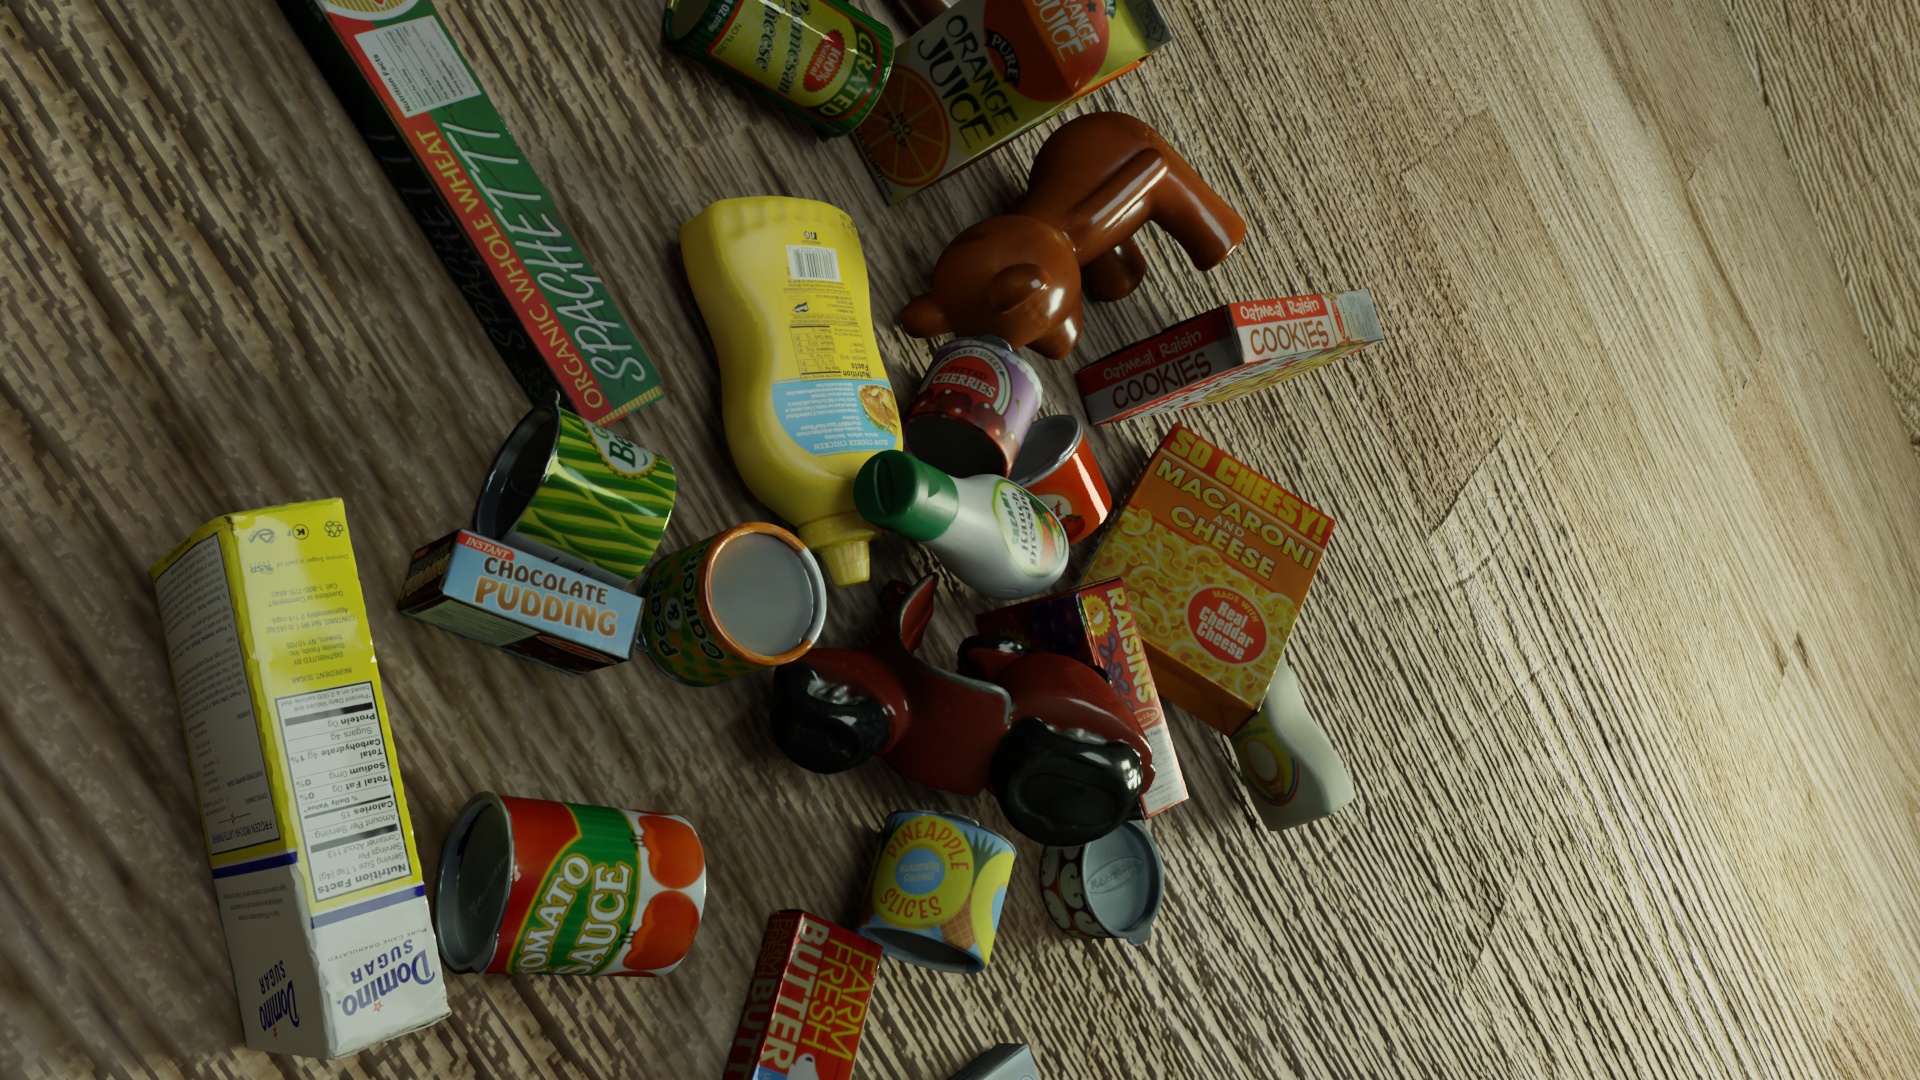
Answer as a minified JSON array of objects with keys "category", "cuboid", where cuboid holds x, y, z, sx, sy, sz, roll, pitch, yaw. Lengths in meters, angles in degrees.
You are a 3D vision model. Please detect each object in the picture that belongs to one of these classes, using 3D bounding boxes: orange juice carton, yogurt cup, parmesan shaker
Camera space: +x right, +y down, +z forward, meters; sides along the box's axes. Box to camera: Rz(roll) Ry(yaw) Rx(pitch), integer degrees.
[{"category":"orange juice carton","cuboid":[0.025,-0.257,0.749,0.073,0.192,0.071,-39,105,-42]},{"category":"yogurt cup","cuboid":[0.050,-0.031,0.789,0.053,0.072,0.073,56,47,-25]},{"category":"parmesan shaker","cuboid":[-0.096,-0.263,0.730,0.103,0.071,0.071,19,64,-37]}]

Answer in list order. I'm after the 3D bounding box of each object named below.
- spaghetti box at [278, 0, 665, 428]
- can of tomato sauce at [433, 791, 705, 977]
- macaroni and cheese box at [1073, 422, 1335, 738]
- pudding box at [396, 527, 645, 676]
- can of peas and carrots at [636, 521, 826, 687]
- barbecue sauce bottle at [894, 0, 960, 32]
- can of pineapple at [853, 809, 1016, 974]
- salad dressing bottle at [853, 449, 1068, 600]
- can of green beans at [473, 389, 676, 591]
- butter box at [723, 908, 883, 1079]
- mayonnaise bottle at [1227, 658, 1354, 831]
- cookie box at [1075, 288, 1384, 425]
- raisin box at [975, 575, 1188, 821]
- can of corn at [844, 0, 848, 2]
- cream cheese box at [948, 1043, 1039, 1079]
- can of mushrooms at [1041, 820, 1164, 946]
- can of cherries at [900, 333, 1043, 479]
[{"category":"spaghetti box","cuboid":[-0.217,-0.159,0.607,0.050,0.028,0.249,-40,104,-43]},{"category":"can of tomato sauce","cuboid":[-0.151,0.137,0.542,0.083,0.071,0.071,17,66,-39]},{"category":"macaroni and cheese box","cuboid":[0.145,0.019,0.843,0.124,0.040,0.167,32,51,2]},{"category":"pudding box","cuboid":[-0.178,0.027,0.567,0.083,0.049,0.030,26,62,-34]},{"category":"can of peas and carrots","cuboid":[-0.105,0.029,0.627,0.071,0.058,0.071,16,66,-39]},{"category":"barbecue sauce bottle","cuboid":[-0.008,-0.330,0.847,0.148,0.043,0.065,56,46,-14]},{"category":"can of pineapple","cuboid":[-0.012,0.167,0.661,0.071,0.071,0.058,35,55,-30]},{"category":"salad dressing bottle","cuboid":[0.002,-0.009,0.695,0.147,0.044,0.064,22,53,-56]},{"category":"can of green beans","cuboid":[-0.162,-0.017,0.585,0.058,0.071,0.071,28,59,-34]},{"category":"butter box","cuboid":[-0.072,0.223,0.618,0.053,0.024,0.104,34,56,-31]},{"category":"mayonnaise bottle","cuboid":[0.187,0.105,0.872,0.041,0.064,0.148,-19,79,-39]},{"category":"cookie box","cuboid":[0.173,-0.119,0.889,0.168,0.122,0.040,-14,86,-44]},{"category":"raisin box","cuboid":[0.063,0.088,0.744,0.040,0.086,0.123,-13,86,-40]},{"category":"can of corn","cuboid":[-0.089,-0.323,0.755,0.071,0.071,0.058,20,63,-37]},{"category":"cream cheese box","cuboid":[0.001,0.289,0.663,0.104,0.024,0.053,-18,89,-45]},{"category":"can of mushrooms","cuboid":[0.079,0.187,0.763,0.071,0.033,0.071,16,65,-39]},{"category":"can of cherries","cuboid":[0.004,-0.069,0.754,0.071,0.071,0.059,43,52,-25]}]
